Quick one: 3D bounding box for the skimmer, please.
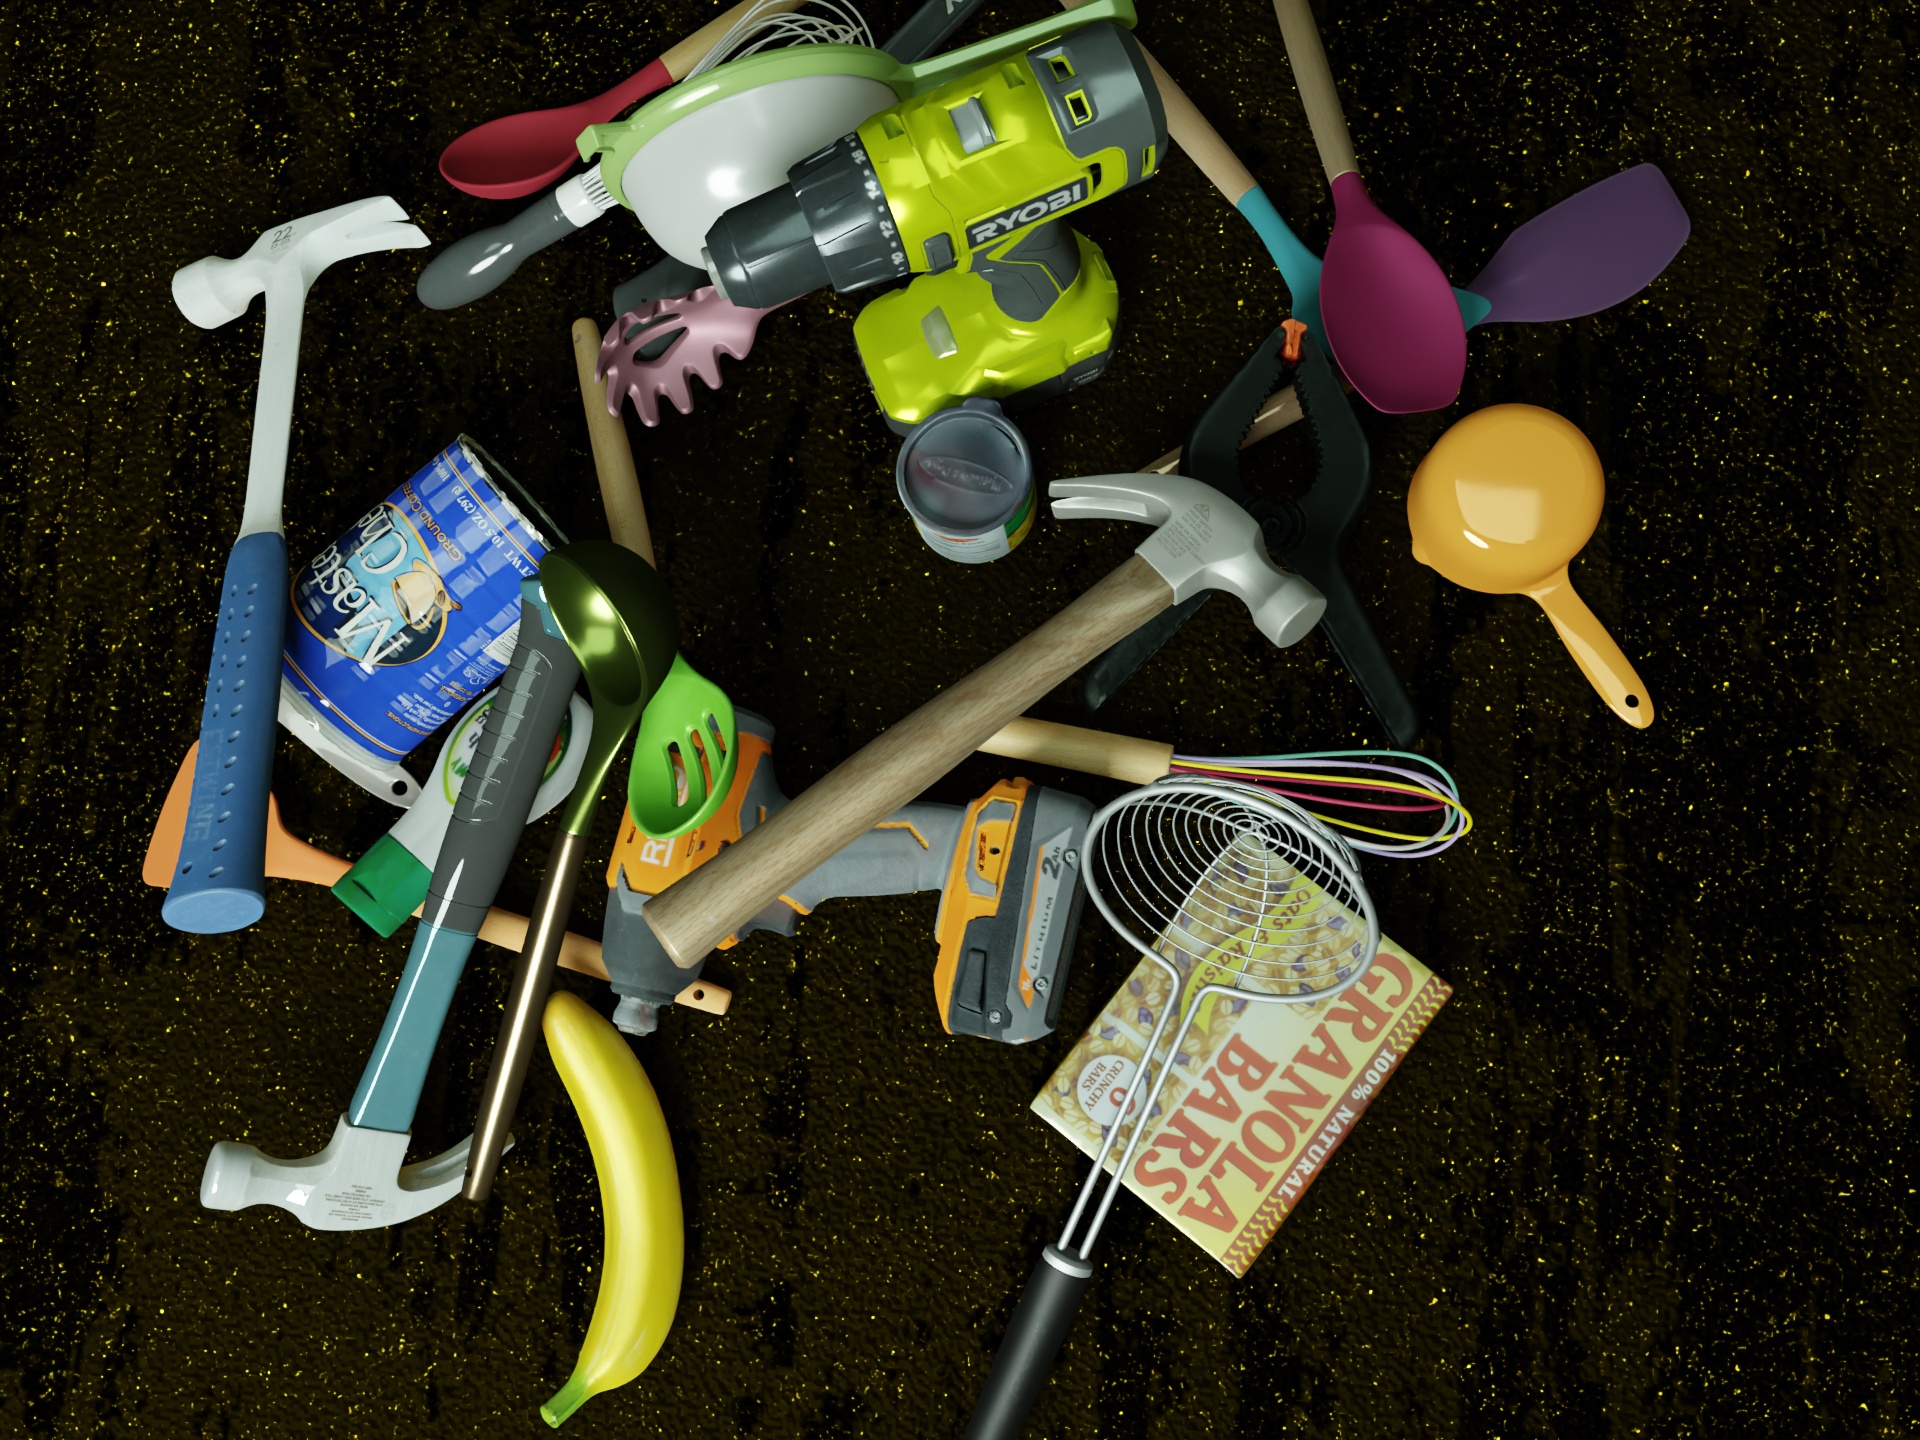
[{"bbox_3d":[0.063,0.192,0.684,0.127,0.090,0.363,24,101,11],"label":"skimmer"}]

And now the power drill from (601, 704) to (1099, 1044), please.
[{"bbox_3d":[-0.060,0.087,0.759,0.226,0.084,0.164,12,78,11],"label":"power drill"}]

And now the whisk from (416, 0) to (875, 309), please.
[{"bbox_3d":[-0.169,-0.283,0.814,0.284,0.070,0.070,-23,80,19],"label":"whisk"}]

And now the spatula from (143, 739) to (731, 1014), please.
[{"bbox_3d":[-0.269,0.092,0.811,0.322,0.041,0.081,18,83,4],"label":"spatula"}]

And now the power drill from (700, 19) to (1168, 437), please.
[{"bbox_3d":[-0.006,-0.206,0.723,0.190,0.228,0.080,-23,80,2],"label":"power drill"}]

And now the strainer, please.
[{"bbox_3d":[-0.036,-0.262,0.734,0.256,0.151,0.069,-17,90,7],"label":"strainer"}]

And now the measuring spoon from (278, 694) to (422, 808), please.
[{"bbox_3d":[-0.331,0.009,0.834,0.124,0.018,0.034,35,84,2],"label":"measuring spoon"}]

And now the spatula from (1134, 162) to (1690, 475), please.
[{"bbox_3d":[0.226,-0.189,0.806,0.316,0.018,0.060,-28,86,0],"label":"spatula"}]

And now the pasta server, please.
[{"bbox_3d":[-0.043,-0.239,0.818,0.316,0.060,0.040,-25,49,-6],"label":"pasta server"}]

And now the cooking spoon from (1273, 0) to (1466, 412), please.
[{"bbox_3d":[0.187,-0.291,0.797,0.068,0.017,0.319,-8,70,-7],"label":"cooking spoon"}]

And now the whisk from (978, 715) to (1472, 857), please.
[{"bbox_3d":[0.123,0.024,0.772,0.245,0.047,0.051,11,91,10],"label":"whisk"}]

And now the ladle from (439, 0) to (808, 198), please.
[{"bbox_3d":[-0.138,-0.368,0.862,0.315,0.031,0.069,-33,56,-3],"label":"ladle"}]

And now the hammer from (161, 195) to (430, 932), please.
[{"bbox_3d":[-0.326,-0.094,0.750,0.144,0.035,0.406,-18,57,14],"label":"hammer"}]

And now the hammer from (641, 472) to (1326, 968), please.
[{"bbox_3d":[-0.001,-0.002,0.722,0.331,0.031,0.130,-36,64,-11],"label":"hammer"}]

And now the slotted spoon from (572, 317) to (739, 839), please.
[{"bbox_3d":[-0.158,-0.080,0.781,0.070,0.031,0.314,-32,59,25],"label":"slotted spoon"}]

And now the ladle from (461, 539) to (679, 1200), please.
[{"bbox_3d":[-0.193,0.074,0.722,0.078,0.062,0.320,26,103,43],"label":"ladle"}]

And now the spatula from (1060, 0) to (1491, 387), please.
[{"bbox_3d":[0.136,-0.296,0.818,0.082,0.044,0.318,-35,78,-12],"label":"spatula"}]

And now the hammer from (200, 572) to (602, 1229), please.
[{"bbox_3d":[-0.237,0.083,0.750,0.128,0.033,0.331,20,92,-30],"label":"hammer"}]

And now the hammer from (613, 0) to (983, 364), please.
[{"bbox_3d":[-0.030,-0.342,0.835,0.409,0.036,0.149,-46,73,1],"label":"hammer"}]

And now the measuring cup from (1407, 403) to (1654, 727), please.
[{"bbox_3d":[0.287,-0.074,0.765,0.095,0.052,0.174,-30,78,0],"label":"measuring cup"}]
